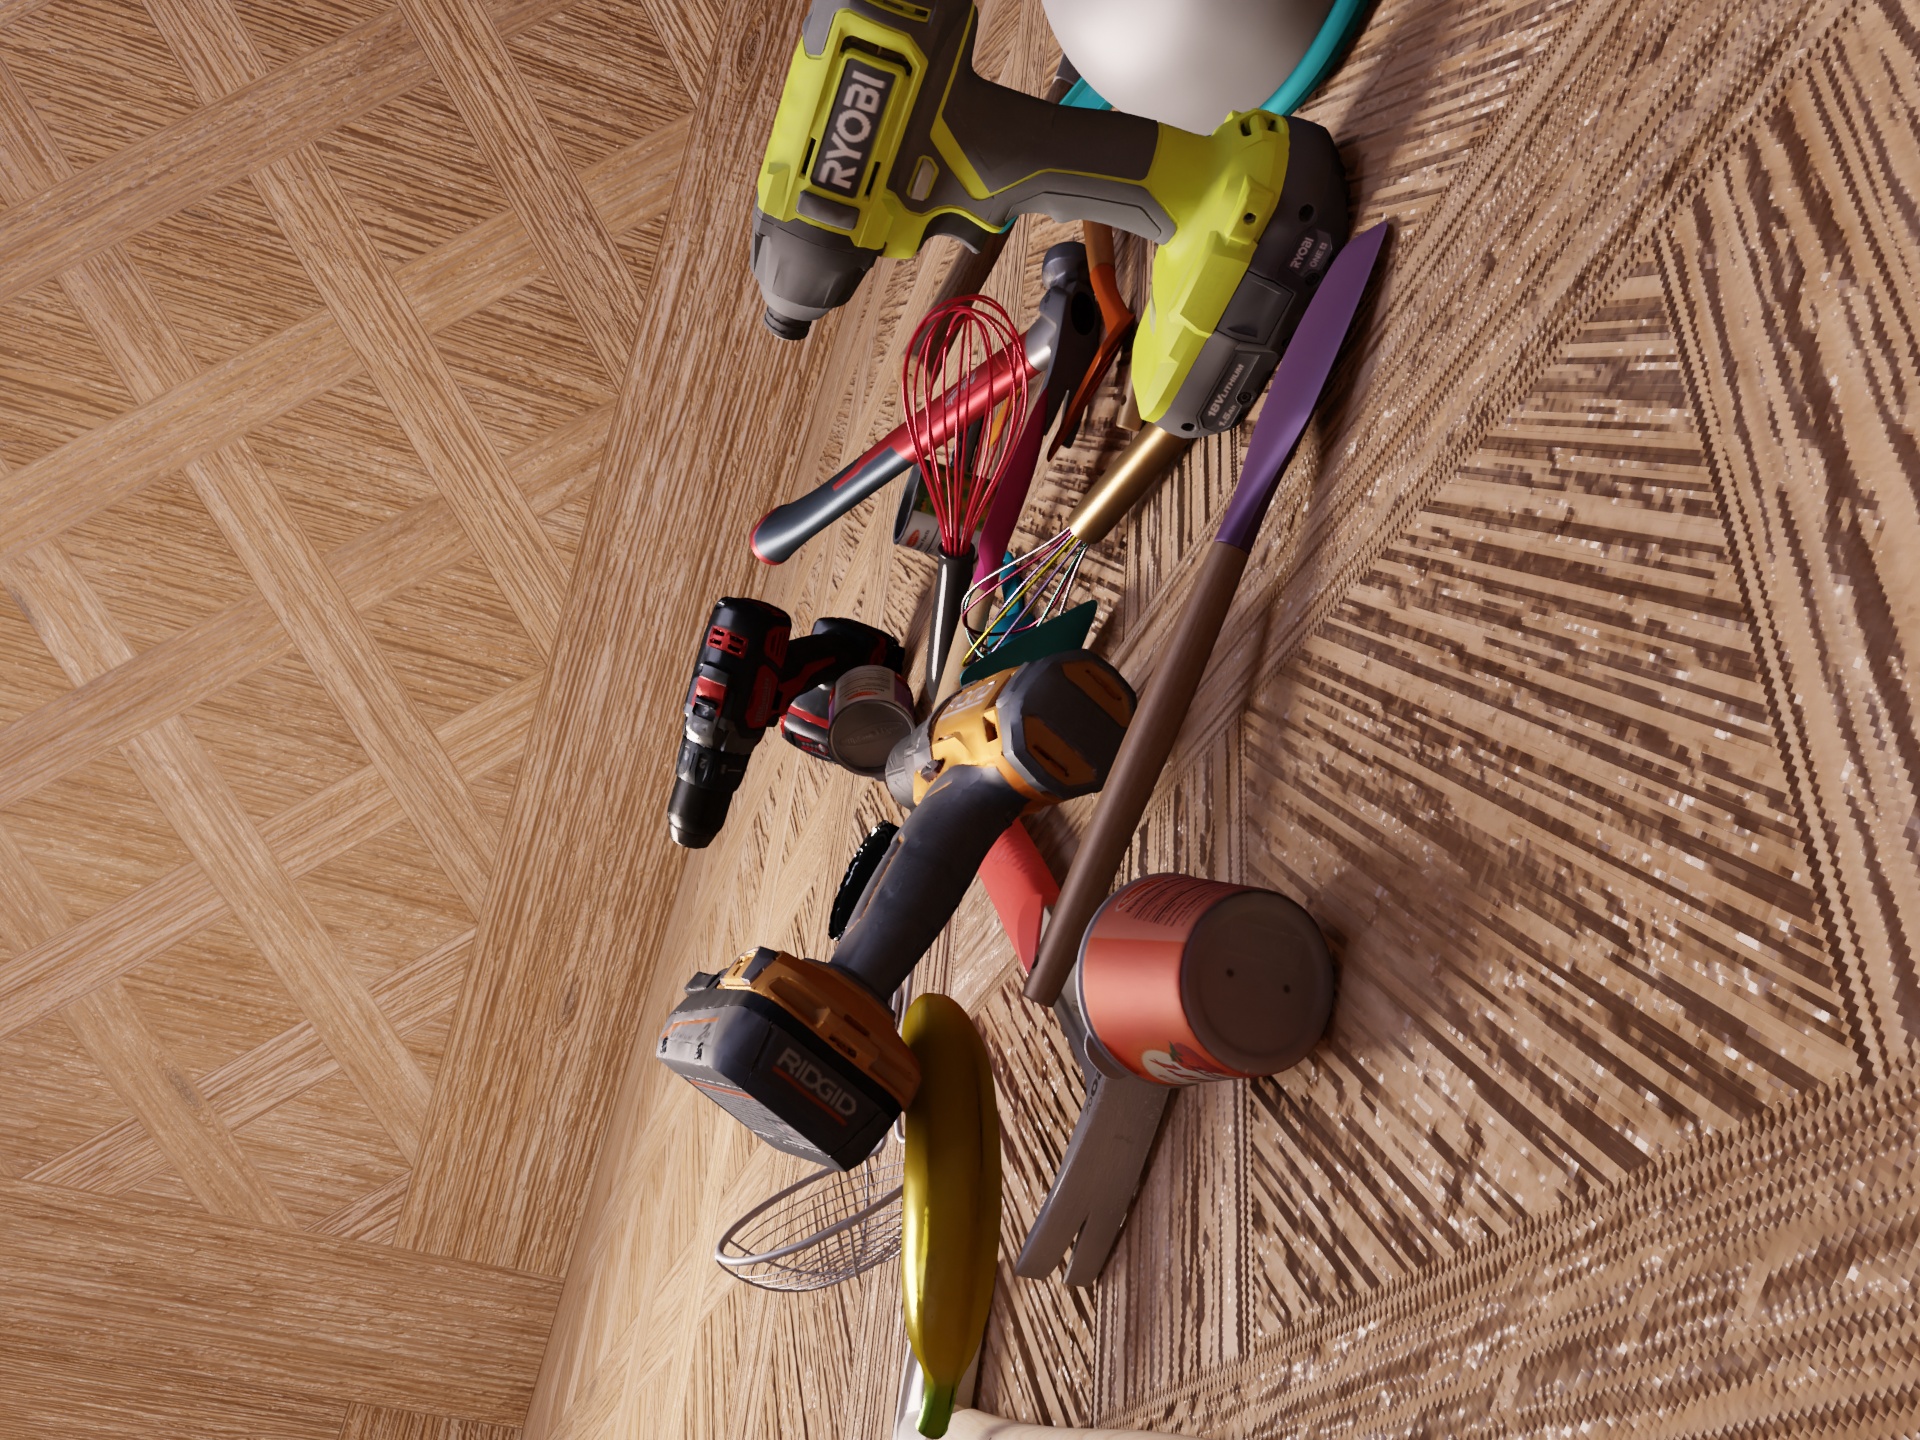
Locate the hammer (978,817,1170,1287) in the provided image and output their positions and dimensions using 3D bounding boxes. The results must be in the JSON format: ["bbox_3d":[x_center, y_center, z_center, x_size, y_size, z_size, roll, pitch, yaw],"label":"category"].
[{"bbox_3d":[0.030,0.095,0.733,0.359,0.036,0.149,-121,48,-72],"label":"hammer"}]

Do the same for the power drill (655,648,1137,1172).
[{"bbox_3d":[-0.032,0.074,0.691,0.226,0.084,0.185,-54,13,-21],"label":"power drill"}]

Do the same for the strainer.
[{"bbox_3d":[0.064,-0.346,0.760,0.340,0.095,0.211,-35,59,55],"label":"strainer"}]

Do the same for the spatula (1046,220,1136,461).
[{"bbox_3d":[0.075,-0.284,0.947,0.081,0.041,0.323,119,157,-48],"label":"spatula"}]

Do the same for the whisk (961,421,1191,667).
[{"bbox_3d":[0.057,-0.092,0.828,0.245,0.047,0.051,-48,52,54],"label":"whisk"}]

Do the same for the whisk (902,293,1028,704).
[{"bbox_3d":[-0.001,-0.120,0.964,0.073,0.073,0.295,-89,2,-49],"label":"whisk"}]

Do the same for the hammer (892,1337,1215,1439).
[{"bbox_3d":[0.046,0.233,0.502,0.410,0.038,0.146,131,153,-62],"label":"hammer"}]

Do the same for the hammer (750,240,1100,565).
[{"bbox_3d":[-0.041,-0.177,1.103,0.386,0.038,0.143,-26,47,49],"label":"hammer"}]

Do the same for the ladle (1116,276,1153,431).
[{"bbox_3d":[0.117,-0.305,0.793,0.078,0.062,0.320,-140,63,-65],"label":"ladle"}]

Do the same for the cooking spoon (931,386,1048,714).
[{"bbox_3d":[0.010,-0.065,0.958,0.318,0.017,0.069,108,-174,-47],"label":"cooking spoon"}]

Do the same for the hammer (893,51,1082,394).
[{"bbox_3d":[0.030,-0.346,1.058,0.130,0.031,0.331,108,-175,-61],"label":"hammer"}]

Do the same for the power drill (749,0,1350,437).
[{"bbox_3d":[0.029,-0.207,0.661,0.080,0.223,0.171,-87,17,-45],"label":"power drill"}]

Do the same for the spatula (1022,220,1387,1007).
[{"bbox_3d":[0.091,-0.041,0.597,0.316,0.018,0.060,-67,11,-4],"label":"spatula"}]

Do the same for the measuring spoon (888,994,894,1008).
[{"bbox_3d":[-0.048,0.153,1.043,0.034,0.018,0.124,119,162,-48],"label":"measuring spoon"}]

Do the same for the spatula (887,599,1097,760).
[{"bbox_3d":[-0.001,-0.003,0.920,0.044,0.082,0.317,61,161,-1],"label":"spatula"}]

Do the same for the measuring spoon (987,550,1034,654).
[{"bbox_3d":[0.025,-0.071,0.980,0.129,0.021,0.042,-96,24,-54],"label":"measuring spoon"}]

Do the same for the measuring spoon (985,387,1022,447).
[{"bbox_3d":[0.036,-0.240,1.160,0.116,0.011,0.021,122,160,-52],"label":"measuring spoon"}]

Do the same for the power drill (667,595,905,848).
[{"bbox_3d":[-0.142,0.001,1.232,0.226,0.080,0.188,-4,-67,-67],"label":"power drill"}]

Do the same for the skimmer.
[{"bbox_3d":[-0.052,0.150,0.900,0.127,0.090,0.364,-24,39,30],"label":"skimmer"}]
